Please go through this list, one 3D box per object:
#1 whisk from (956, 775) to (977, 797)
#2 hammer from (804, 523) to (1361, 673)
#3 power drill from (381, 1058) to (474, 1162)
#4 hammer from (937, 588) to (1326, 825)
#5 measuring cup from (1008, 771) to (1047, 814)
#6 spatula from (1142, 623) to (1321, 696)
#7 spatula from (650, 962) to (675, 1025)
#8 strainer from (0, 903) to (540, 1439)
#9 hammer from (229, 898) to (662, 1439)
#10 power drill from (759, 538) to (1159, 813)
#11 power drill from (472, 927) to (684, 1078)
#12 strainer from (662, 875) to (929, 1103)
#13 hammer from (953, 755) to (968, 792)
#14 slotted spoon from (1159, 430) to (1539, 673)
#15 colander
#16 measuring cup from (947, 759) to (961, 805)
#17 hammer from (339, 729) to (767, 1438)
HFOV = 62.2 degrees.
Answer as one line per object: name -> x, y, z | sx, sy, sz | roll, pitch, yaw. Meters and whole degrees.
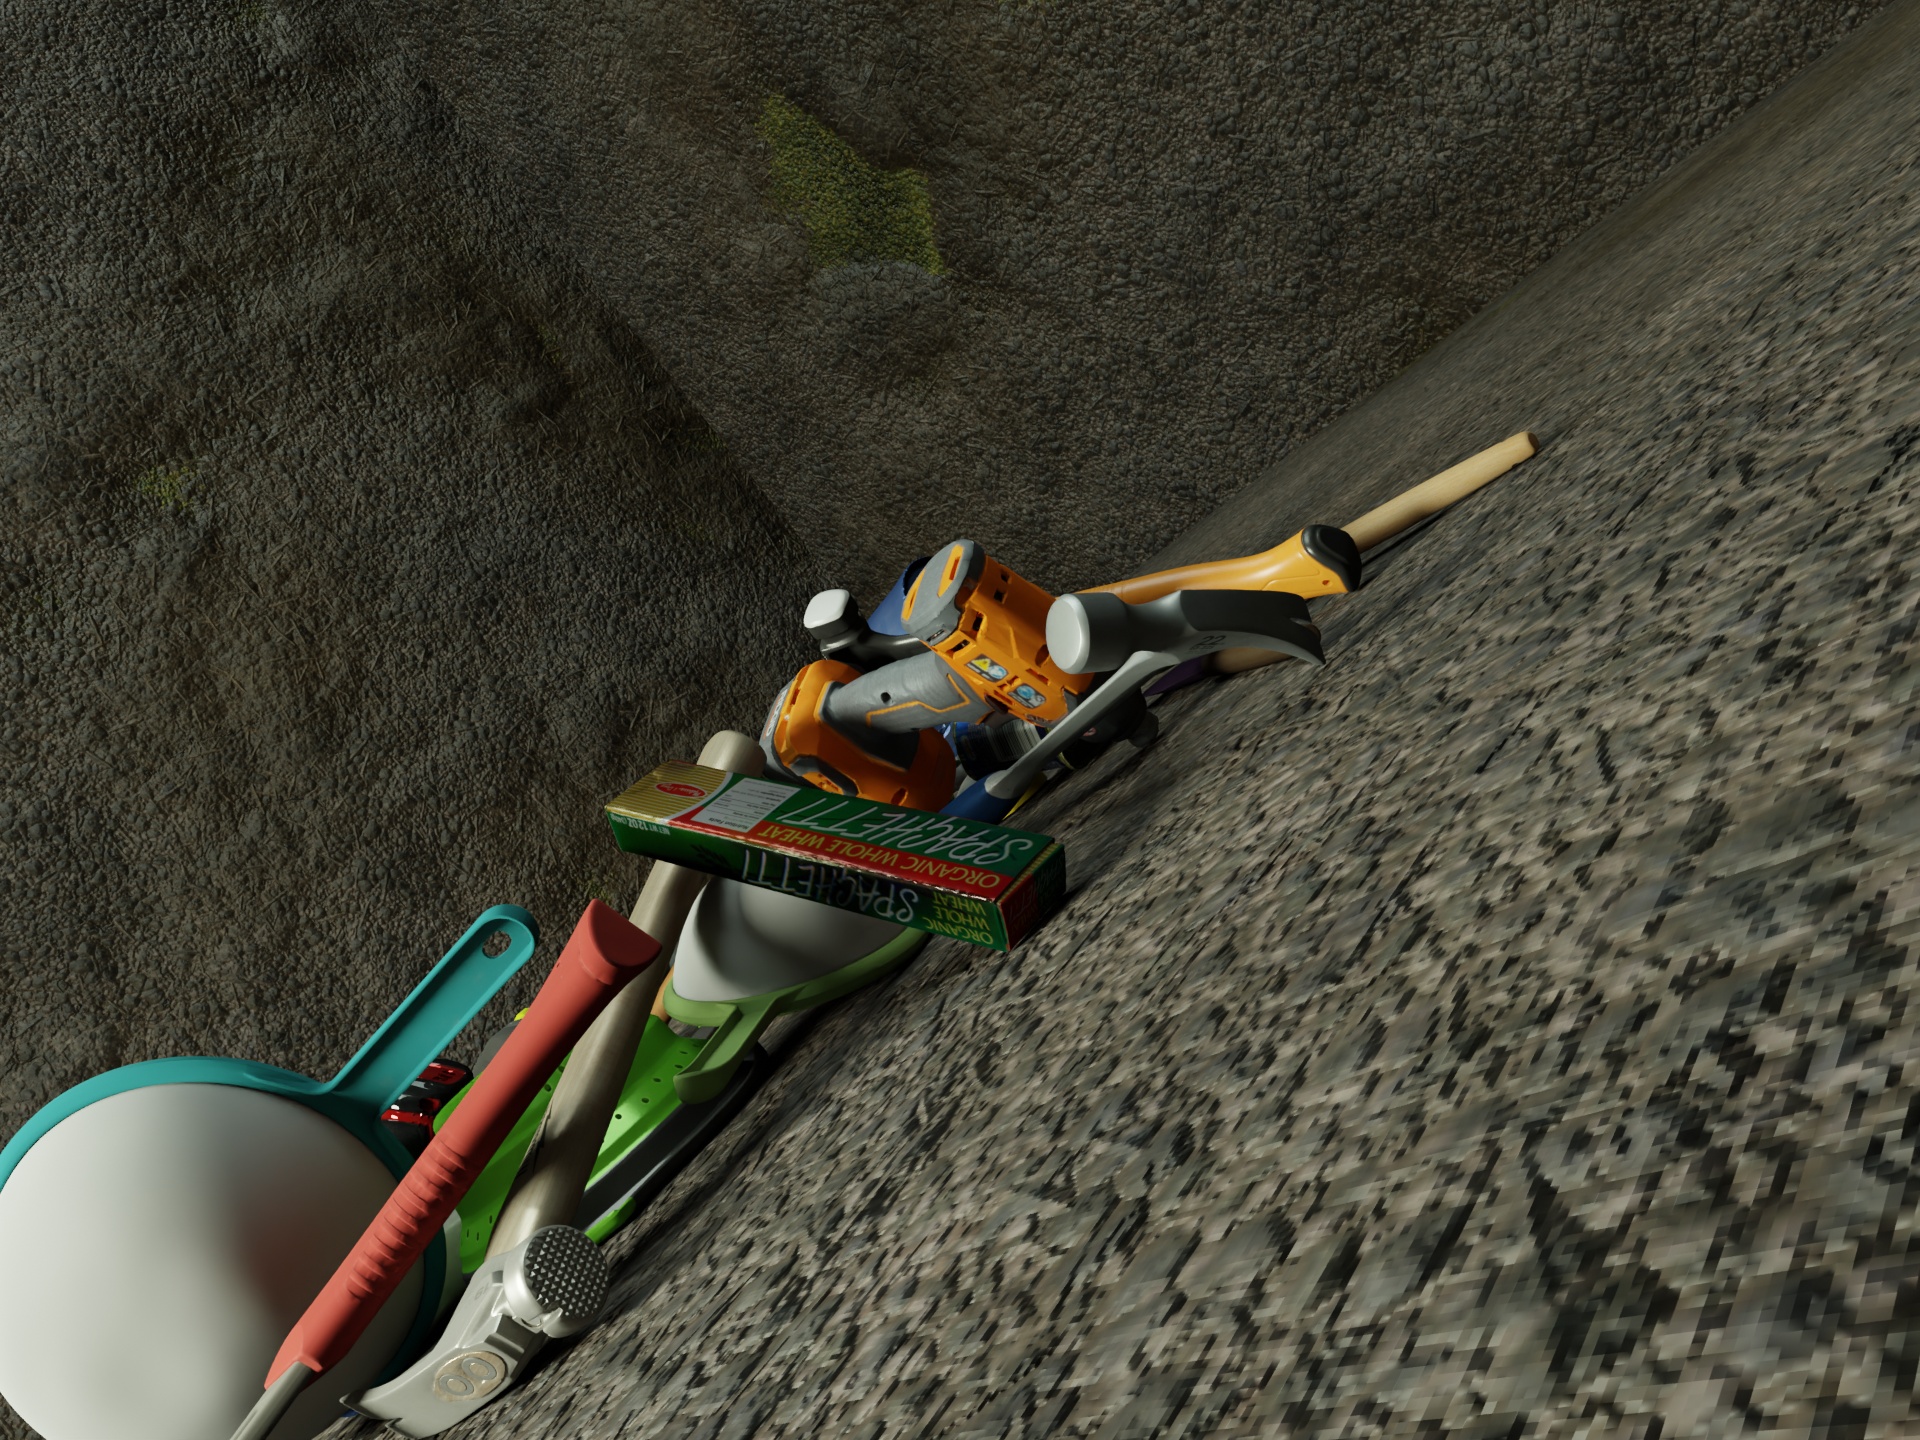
whisk -> 0.026, 0.037, 1.255 | 0.055, 0.055, 0.239 | -38, 7, 18
hammer -> 0.074, -0.056, 0.947 | 0.337, 0.127, 0.034 | -10, 46, 30
power drill -> -0.353, 0.306, 0.931 | 0.078, 0.143, 0.220 | 5, 15, 13
hammer -> 0.035, 0.031, 0.847 | 0.144, 0.035, 0.405 | -5, -21, -26
measuring cup -> -0.009, 0.077, 1.111 | 0.156, 0.029, 0.062 | -37, 2, 8
spatula -> 0.155, -0.036, 0.921 | 0.060, 0.018, 0.316 | -34, 1, -5
spatula -> -0.185, 0.153, 1.043 | 0.322, 0.041, 0.081 | -56, 11, 40
strainer -> -0.304, 0.220, 0.702 | 0.340, 0.211, 0.095 | -47, 17, 10
hammer -> -0.243, 0.229, 0.642 | 0.359, 0.036, 0.149 | -55, 11, -16
power drill -> -0.001, -0.003, 0.938 | 0.226, 0.164, 0.084 | -32, 33, 46
power drill -> -0.290, 0.257, 1.222 | 0.190, 0.080, 0.228 | -59, -6, 23
strainer -> -0.104, 0.114, 0.810 | 0.151, 0.069, 0.256 | -14, 8, 11
hammer -> -0.083, 0.123, 1.305 | 0.143, 0.038, 0.386 | -39, 2, 18
slotted spoon -> 0.214, -0.096, 0.956 | 0.070, 0.031, 0.314 | -18, -8, -40
colander -> -0.202, 0.201, 0.929 | 0.204, 0.094, 0.397 | -38, 2, 9
measuring cup -> -0.023, 0.058, 1.135 | 0.083, 0.038, 0.167 | -37, -6, 21
hammer -> -0.167, 0.139, 0.767 | 0.146, 0.038, 0.411 | -41, 20, 29
